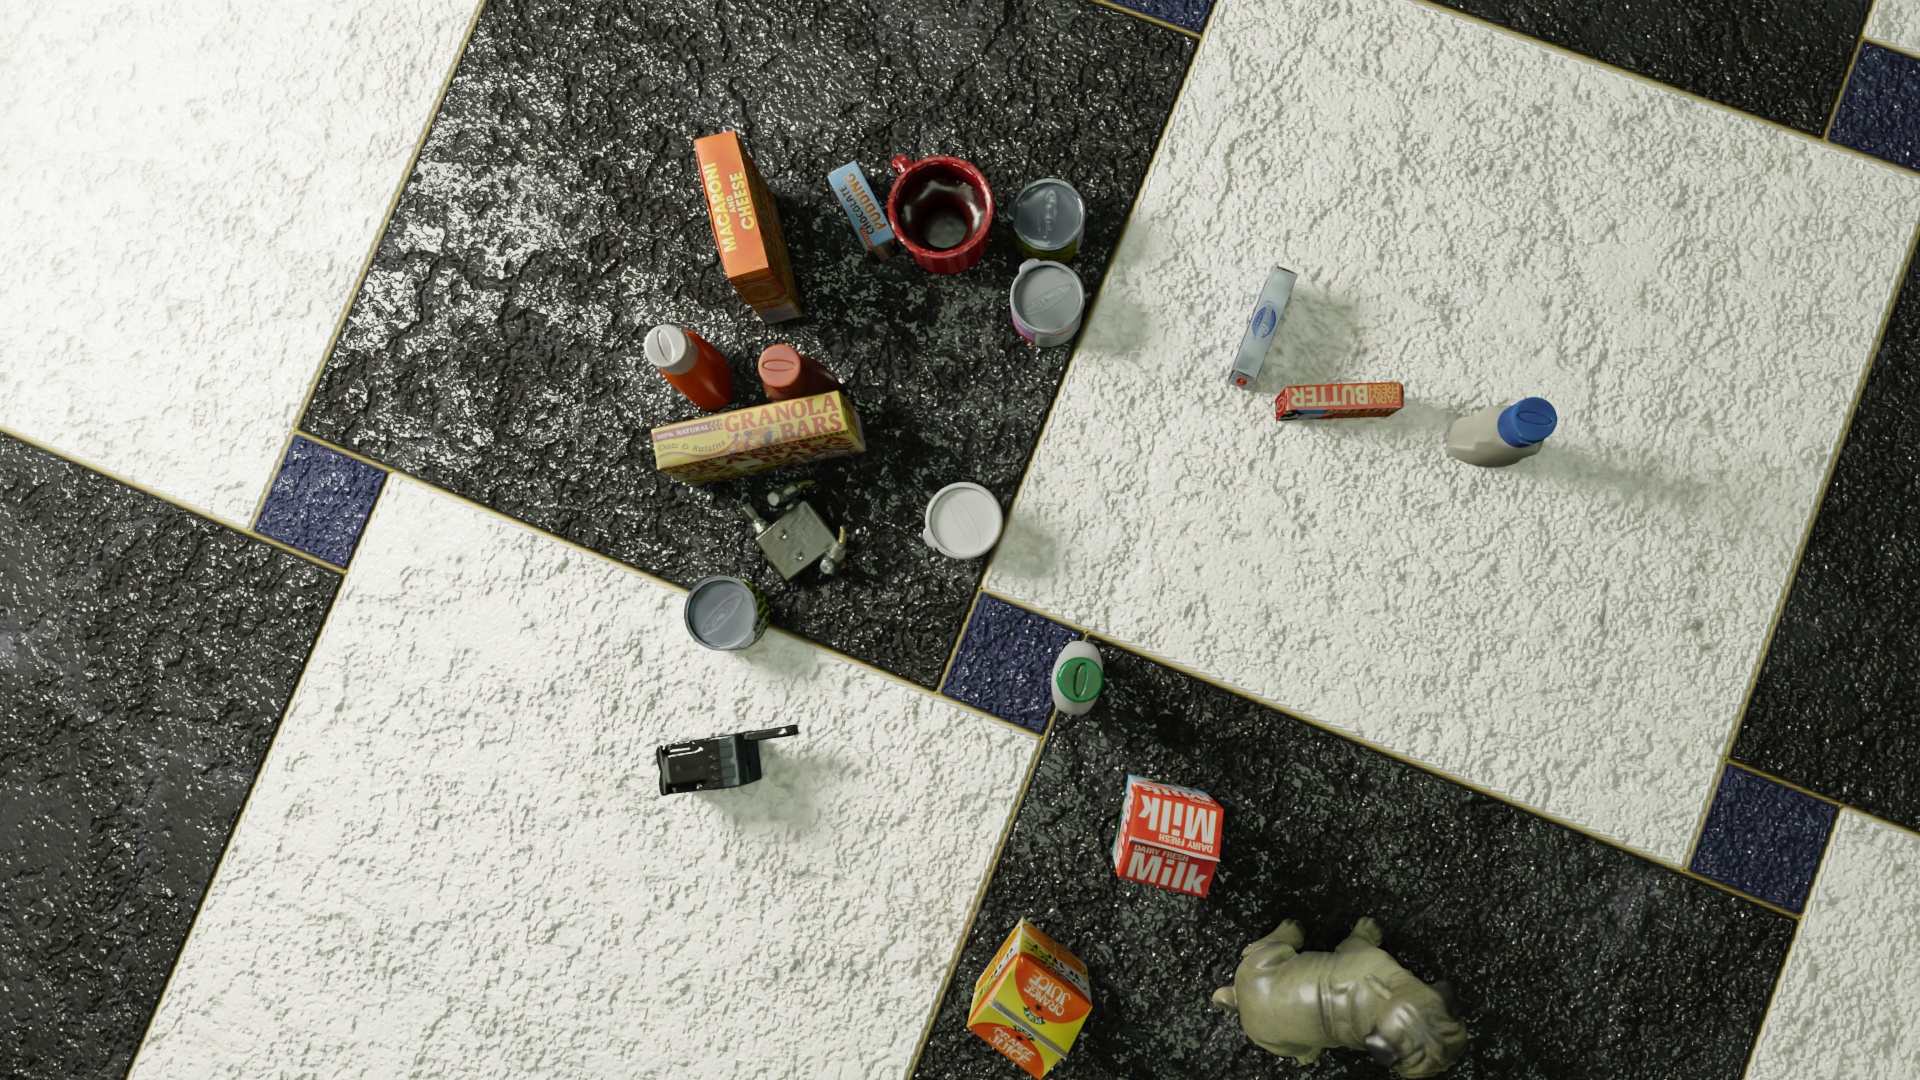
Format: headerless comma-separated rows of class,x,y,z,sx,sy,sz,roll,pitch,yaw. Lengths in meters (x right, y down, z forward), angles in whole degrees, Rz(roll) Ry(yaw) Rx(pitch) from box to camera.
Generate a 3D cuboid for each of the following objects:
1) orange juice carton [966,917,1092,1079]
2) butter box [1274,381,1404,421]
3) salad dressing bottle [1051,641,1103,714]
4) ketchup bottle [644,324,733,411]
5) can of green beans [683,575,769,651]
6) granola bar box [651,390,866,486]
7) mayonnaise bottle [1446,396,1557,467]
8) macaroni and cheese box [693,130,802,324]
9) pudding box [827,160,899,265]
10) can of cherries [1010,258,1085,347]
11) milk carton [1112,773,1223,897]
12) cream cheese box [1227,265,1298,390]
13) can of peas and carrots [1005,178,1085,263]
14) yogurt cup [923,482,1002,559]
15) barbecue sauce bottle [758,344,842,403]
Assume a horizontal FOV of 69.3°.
orange juice carton,0.057,0.375,1.134,0.072,0.192,0.073,35,88,6
butter box,0.335,-0.123,1.232,0.103,0.053,0.024,-2,85,3
salad dressing bottle,0.100,0.117,1.177,0.044,0.147,0.064,11,86,4
ketchup bottle,-0.239,-0.156,1.222,0.043,0.148,0.065,-21,84,2
can of green beans,-0.209,0.066,1.245,0.071,0.058,0.071,0,85,3
granola bar box,-0.174,-0.089,1.224,0.165,0.124,0.039,-12,85,2
mayonnaise bottle,0.461,-0.091,1.174,0.065,0.148,0.041,13,86,5
macaroni and cheese box,-0.184,-0.269,1.220,0.040,0.166,0.124,-15,85,2
pudding box,-0.089,-0.300,1.275,0.030,0.049,0.084,-28,84,1
can of cherries,0.078,-0.215,1.253,0.071,0.058,0.071,0,85,3
milk carton,0.169,0.241,1.140,0.072,0.190,0.073,12,86,4
cream cheese box,0.269,-0.189,1.242,0.024,0.053,0.104,22,87,5
can of peas and carrots,0.077,-0.287,1.260,0.071,0.058,0.071,0,85,3
yogurt cup,0.004,-0.016,1.242,0.072,0.054,0.072,0,85,3
barbecue sauce bottle,-0.144,-0.139,1.214,0.065,0.148,0.043,3,86,4
